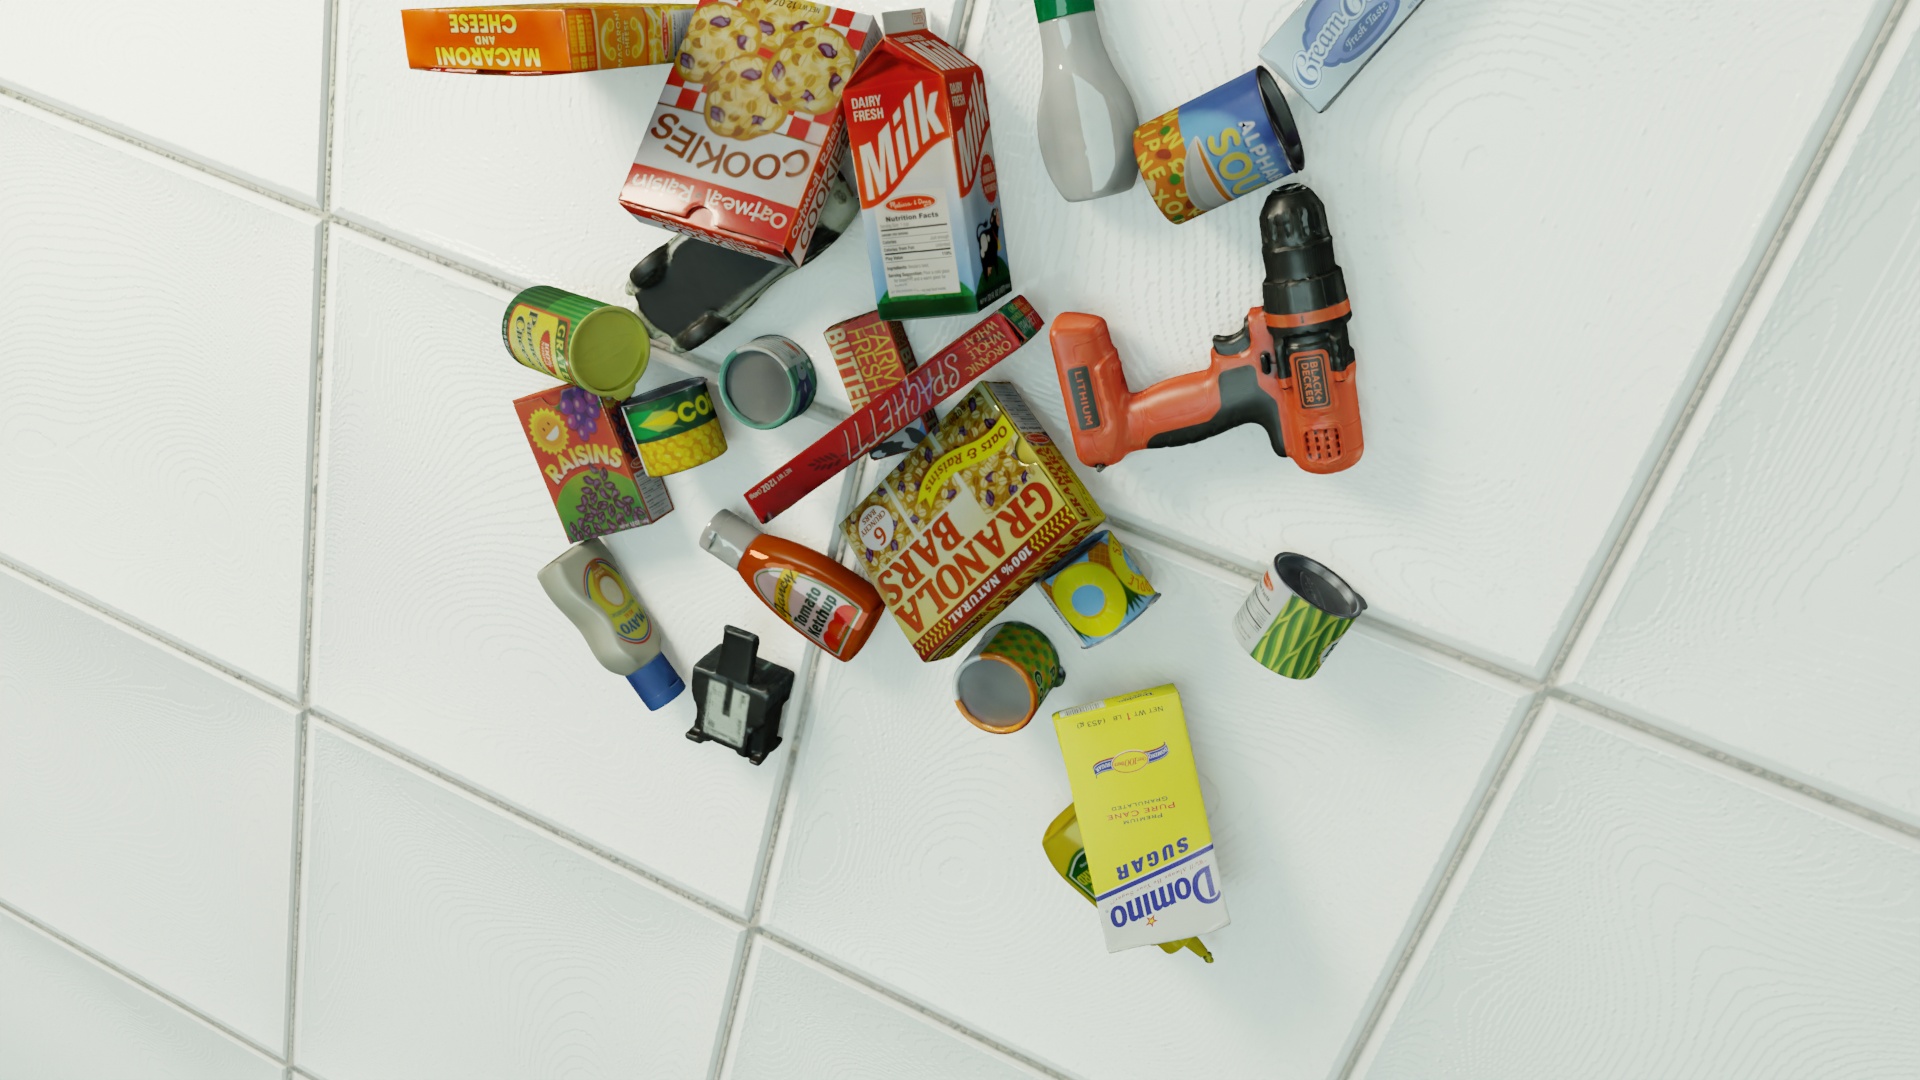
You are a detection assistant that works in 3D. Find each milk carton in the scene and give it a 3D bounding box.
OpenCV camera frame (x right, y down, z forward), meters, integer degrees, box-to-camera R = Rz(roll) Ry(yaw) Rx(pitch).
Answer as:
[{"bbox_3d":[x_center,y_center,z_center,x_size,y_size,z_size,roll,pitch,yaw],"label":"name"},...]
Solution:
[{"bbox_3d":[-0.022,-0.246,0.905,0.073,0.073,0.189,-1,111,22],"label":"milk carton"}]

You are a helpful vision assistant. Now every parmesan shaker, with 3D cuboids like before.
[{"bbox_3d":[-0.287,-0.147,1.033,0.103,0.071,0.071,21,119,41],"label":"parmesan shaker"}]

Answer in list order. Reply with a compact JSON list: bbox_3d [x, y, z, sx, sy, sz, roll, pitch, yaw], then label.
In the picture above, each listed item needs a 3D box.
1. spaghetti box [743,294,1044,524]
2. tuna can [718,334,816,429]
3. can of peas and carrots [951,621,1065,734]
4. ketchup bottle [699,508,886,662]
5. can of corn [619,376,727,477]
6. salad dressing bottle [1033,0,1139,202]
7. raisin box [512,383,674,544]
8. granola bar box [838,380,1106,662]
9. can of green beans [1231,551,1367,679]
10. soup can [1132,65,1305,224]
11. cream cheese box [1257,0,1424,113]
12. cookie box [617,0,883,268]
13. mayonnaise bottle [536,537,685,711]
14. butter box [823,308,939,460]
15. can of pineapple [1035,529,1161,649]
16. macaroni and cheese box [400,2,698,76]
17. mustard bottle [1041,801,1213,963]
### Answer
[{"bbox_3d":[-0.049,-0.088,0.960,0.249,0.050,0.028,-32,98,28],"label":"spaghetti box"},{"bbox_3d":[-0.144,-0.114,1.027,0.071,0.033,0.070,8,112,19],"label":"tuna can"},{"bbox_3d":[0.036,0.103,1.025,0.071,0.059,0.070,8,113,19],"label":"can of peas and carrots"},{"bbox_3d":[-0.131,0.029,1.073,0.149,0.044,0.064,33,119,8],"label":"ketchup bottle"},{"bbox_3d":[-0.213,-0.086,1.047,0.071,0.071,0.058,-10,107,25],"label":"can of corn"},{"bbox_3d":[0.074,-0.289,0.866,0.064,0.044,0.147,-2,108,32],"label":"salad dressing bottle"},{"bbox_3d":[-0.291,-0.066,1.102,0.086,0.040,0.123,-12,105,26],"label":"raisin box"},{"bbox_3d":[0.003,-0.012,0.969,0.165,0.039,0.124,-44,69,28],"label":"granola bar box"},{"bbox_3d":[0.223,0.050,0.926,0.071,0.071,0.057,32,119,7],"label":"can of green beans"},{"bbox_3d":[0.156,-0.235,0.838,0.083,0.072,0.071,-21,102,28],"label":"soup can"},{"bbox_3d":[0.227,-0.306,0.808,0.053,0.024,0.103,44,119,3],"label":"cream cheese box"},{"bbox_3d":[-0.136,-0.274,0.909,0.123,0.040,0.167,18,83,14],"label":"cookie box"},{"bbox_3d":[-0.282,0.071,1.141,0.041,0.065,0.148,-27,103,31],"label":"mayonnaise bottle"},{"bbox_3d":[-0.055,-0.113,0.997,0.053,0.024,0.103,-14,105,25],"label":"butter box"},{"bbox_3d":[0.096,0.033,0.970,0.070,0.071,0.058,-35,95,29],"label":"can of pineapple"},{"bbox_3d":[-0.258,-0.331,0.911,0.124,0.167,0.040,8,114,19],"label":"macaroni and cheese box"},{"bbox_3d":[0.136,0.265,1.054,0.160,0.049,0.065,43,114,1],"label":"mustard bottle"}]
